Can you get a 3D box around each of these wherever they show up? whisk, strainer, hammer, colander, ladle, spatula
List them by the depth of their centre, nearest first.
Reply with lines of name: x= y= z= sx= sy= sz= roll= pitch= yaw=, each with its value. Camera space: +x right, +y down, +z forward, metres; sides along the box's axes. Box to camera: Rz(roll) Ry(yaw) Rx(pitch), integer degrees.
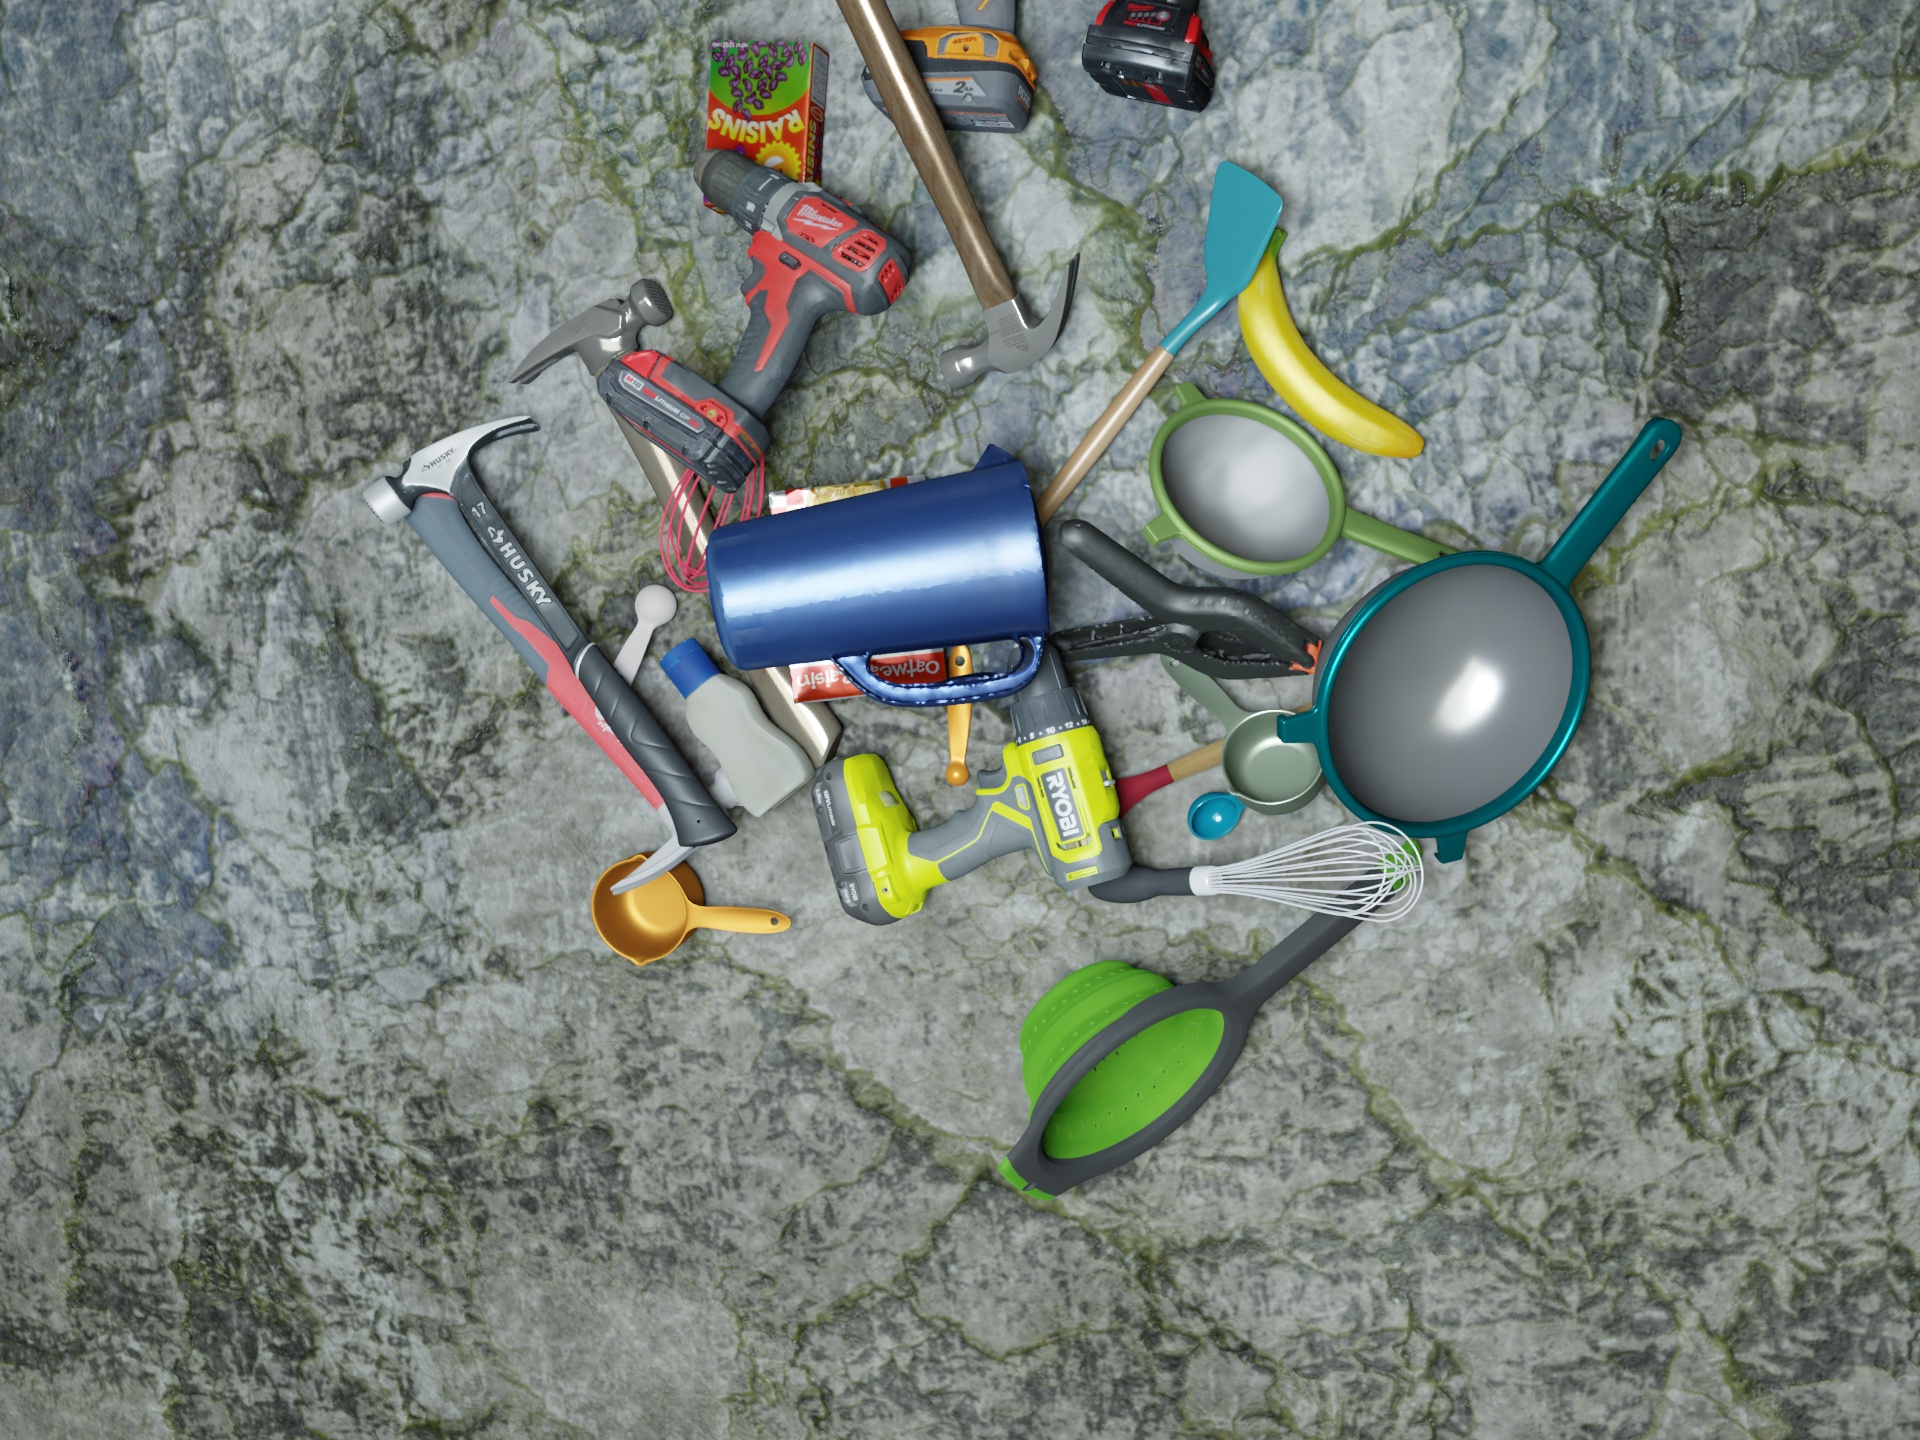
strainer: x=0.370 y=-0.079 z=1.128 sx=0.210 sy=0.095 sz=0.340 roll=34 pitch=97 yaw=-24
hammer: x=-0.018 y=-0.405 z=1.139 sx=0.130 sy=0.031 sz=0.331 roll=-15 pitch=116 yaw=28
strainer: x=0.249 y=-0.140 z=1.171 sx=0.256 sy=0.069 sz=0.152 roll=19 pitch=59 yaw=-7
whisk: x=0.209 y=0.118 z=1.174 sx=0.285 sy=0.070 sz=0.070 roll=-9 pitch=97 yaw=41
spatula: x=0.130 y=-0.261 z=1.188 sx=0.317 sy=0.044 sz=0.082 roll=-52 pitch=45 yaw=18
colander: x=0.176 y=0.200 z=1.220 sx=0.397 sy=0.204 sz=0.095 roll=-39 pitch=53 yaw=0
ladle: x=0.187 y=0.031 z=1.229 sx=0.315 sy=0.031 sz=0.069 roll=-24 pitch=91 yaw=14
whisk: x=-0.163 y=-0.240 z=1.232 sx=0.073 sy=0.073 sz=0.296 roll=18 pitch=86 yaw=10
hammer: x=-0.308 y=-0.067 z=1.280 sx=0.149 sy=0.036 sz=0.409 roll=-36 pitch=82 yaw=-5
hammer: x=-0.218 y=-0.141 z=1.293 sx=0.146 sy=0.038 sz=0.410 roll=-26 pitch=92 yaw=17
hammer: x=-0.347 y=-0.037 z=1.314 sx=0.143 sy=0.038 sz=0.386 roll=-41 pitch=83 yaw=-16

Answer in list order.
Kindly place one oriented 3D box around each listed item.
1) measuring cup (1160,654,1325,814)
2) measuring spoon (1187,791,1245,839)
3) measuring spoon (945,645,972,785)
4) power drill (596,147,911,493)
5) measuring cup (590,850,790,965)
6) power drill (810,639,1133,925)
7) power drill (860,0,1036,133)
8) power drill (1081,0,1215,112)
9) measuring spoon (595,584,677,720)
measuring cup: x=0.208 y=0.005 z=1.199 sx=0.083 sy=0.038 sz=0.168 roll=-40 pitch=56 yaw=-2
measuring spoon: x=0.228 y=0.045 z=1.225 sx=0.128 sy=0.021 sz=0.042 roll=-36 pitch=126 yaw=7
measuring spoon: x=-0.002 y=-0.004 z=1.274 sx=0.021 sy=0.011 sz=0.117 roll=4 pitch=99 yaw=13
power drill: x=-0.168 y=-0.304 z=1.173 sx=0.188 sy=0.080 sz=0.227 roll=36 pitch=87 yaw=16
measuring cup: x=-0.219 y=0.156 z=1.329 sx=0.173 sy=0.052 sz=0.095 roll=4 pitch=99 yaw=11
power drill: x=0.006 y=0.054 z=1.232 sx=0.228 sy=0.080 sz=0.190 roll=-18 pitch=85 yaw=21
power drill: x=-0.011 y=-0.557 z=1.163 sx=0.164 sy=0.084 sz=0.226 roll=9 pitch=96 yaw=14
power drill: x=0.153 y=-0.546 z=1.092 sx=0.078 sy=0.143 sz=0.219 roll=16 pitch=104 yaw=13
measuring spoon: x=-0.268 y=-0.057 z=1.299 sx=0.034 sy=0.018 sz=0.124 roll=23 pitch=75 yaw=-1
